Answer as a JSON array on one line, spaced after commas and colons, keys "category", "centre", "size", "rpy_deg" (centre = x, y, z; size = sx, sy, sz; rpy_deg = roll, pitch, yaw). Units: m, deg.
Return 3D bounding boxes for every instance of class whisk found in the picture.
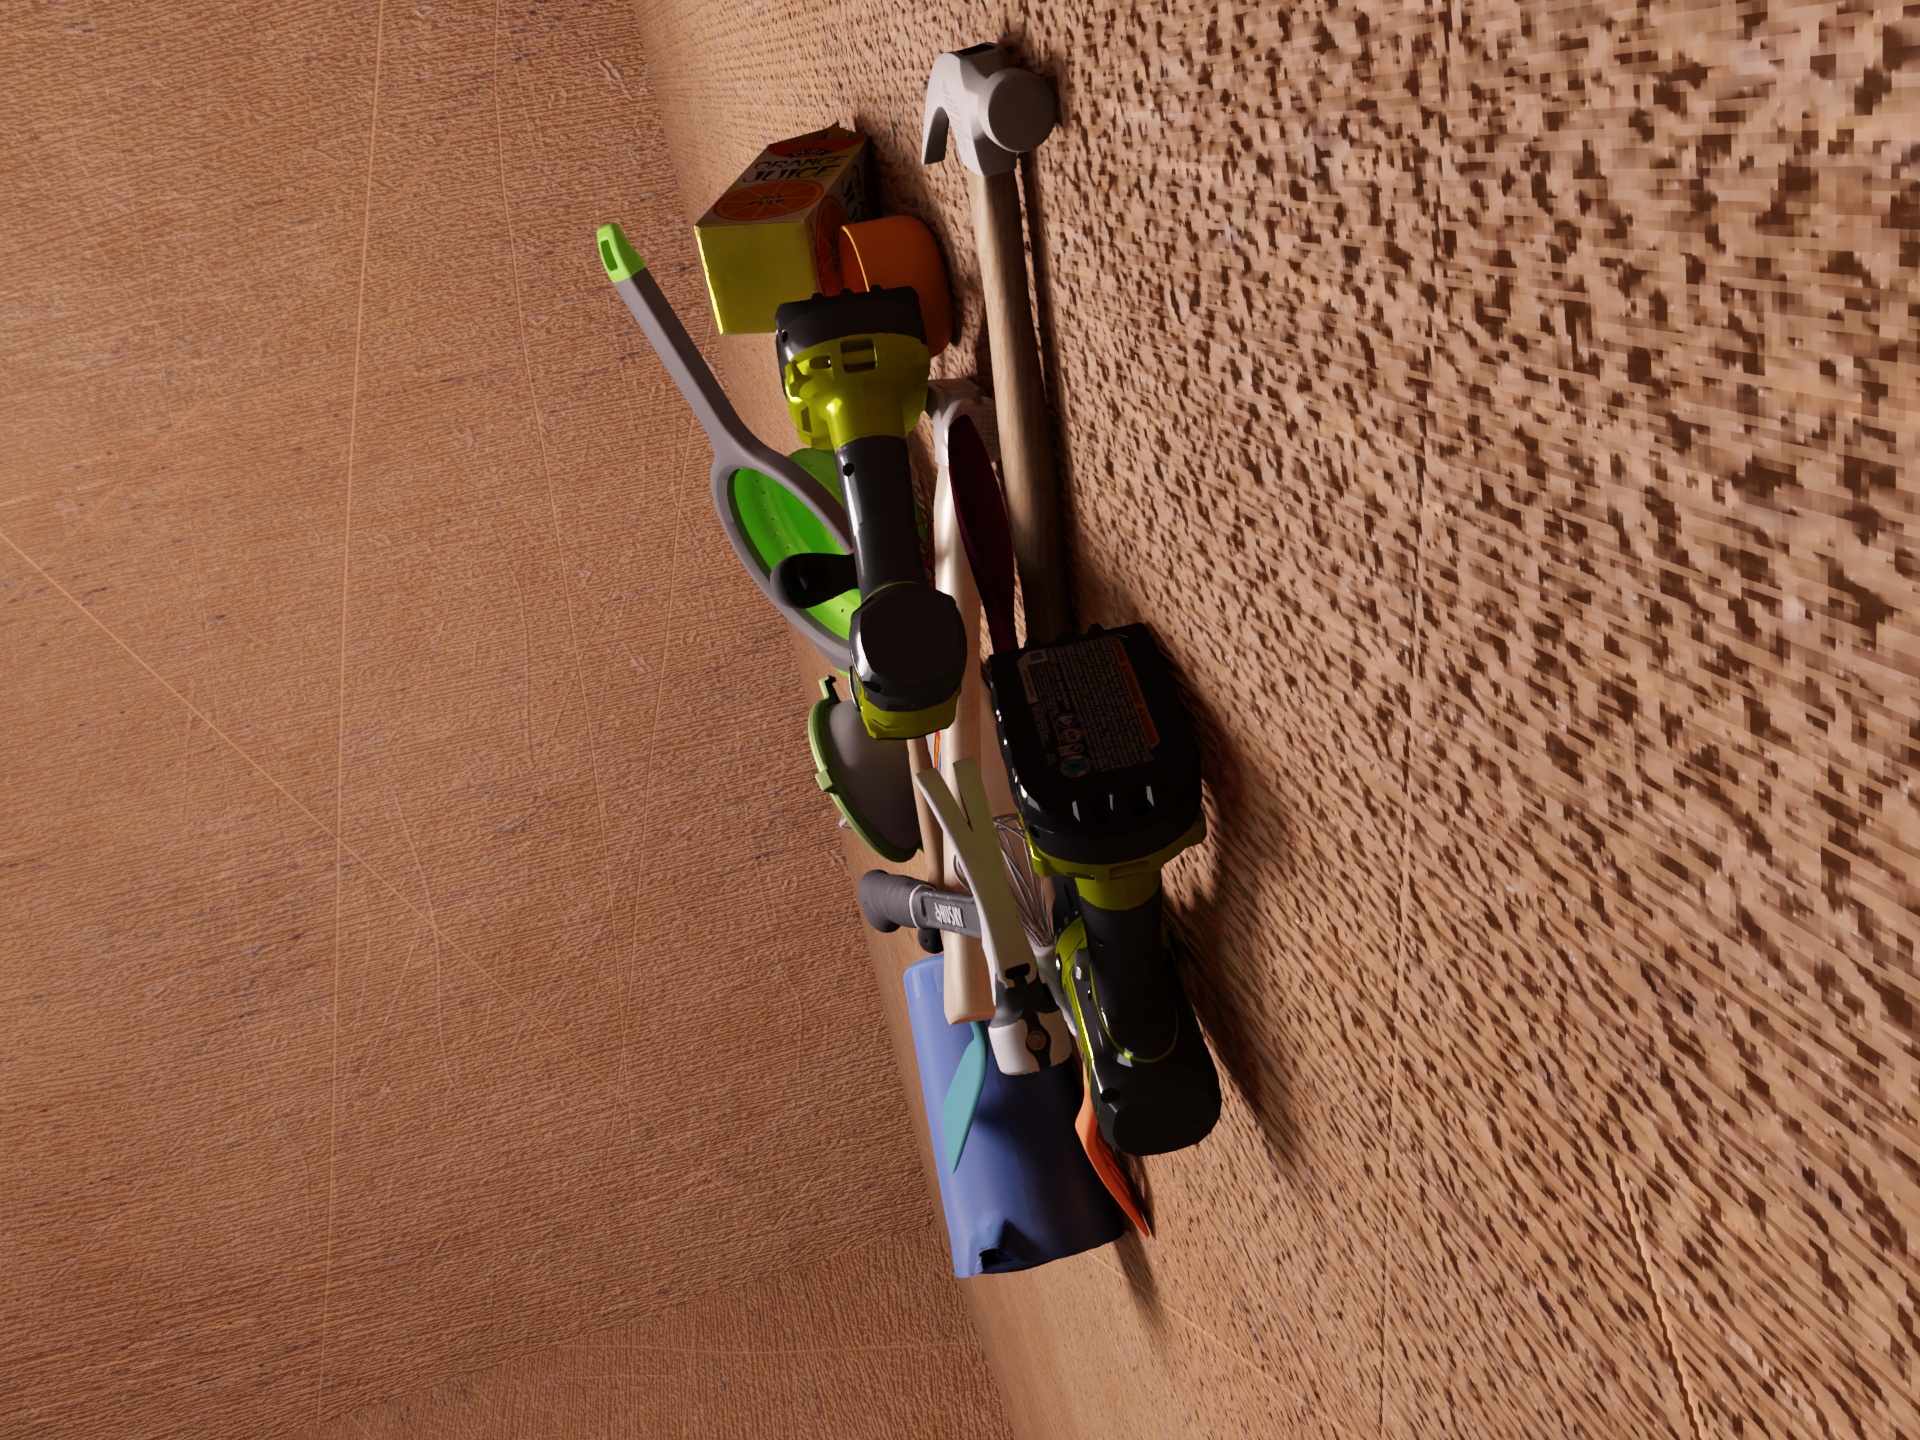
[{"category": "whisk", "centre": [0.050, 0.133, 0.991], "size": [0.058, 0.059, 0.246], "rpy_deg": [62, 178, 44]}, {"category": "whisk", "centre": [-0.059, -0.096, 1.018], "size": [0.296, 0.073, 0.073], "rpy_deg": [-29, -75, -73]}]

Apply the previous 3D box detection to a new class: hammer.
[{"category": "hammer", "centre": [-0.020, 0.105, 0.930], "size": [0.409, 0.036, 0.149], "rpy_deg": [159, 95, -78]}, {"category": "hammer", "centre": [-0.002, -0.003, 0.988], "size": [0.146, 0.038, 0.410], "rpy_deg": [-123, 30, -67]}, {"category": "hammer", "centre": [0.029, -0.155, 0.777], "size": [0.130, 0.031, 0.331], "rpy_deg": [-119, 16, -55]}]

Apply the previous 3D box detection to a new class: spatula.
[{"category": "spatula", "centre": [-0.014, 0.157, 1.094], "size": [0.082, 0.044, 0.317], "rpy_deg": [-105, 5, -71]}, {"category": "spatula", "centre": [0.097, 0.218, 1.033], "size": [0.081, 0.041, 0.322], "rpy_deg": [-115, 17, -49]}]

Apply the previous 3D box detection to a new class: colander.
[{"category": "colander", "centre": [-0.131, -0.209, 1.199], "size": [0.205, 0.094, 0.396], "rpy_deg": [12, 138, 56]}]

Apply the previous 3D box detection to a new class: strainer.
[{"category": "strainer", "centre": [-0.025, 0.071, 1.324], "size": [0.256, 0.069, 0.152], "rpy_deg": [49, -161, -29]}]

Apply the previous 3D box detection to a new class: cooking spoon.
[{"category": "cooking spoon", "centre": [0.031, -0.009, 0.874], "size": [0.069, 0.017, 0.318], "rpy_deg": [-50, -50, -63]}]

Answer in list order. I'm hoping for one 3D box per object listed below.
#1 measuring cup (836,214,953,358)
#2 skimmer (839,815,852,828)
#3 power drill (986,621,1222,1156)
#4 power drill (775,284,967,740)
[{"category": "measuring cup", "centre": [-0.037, -0.237, 0.985], "size": [0.173, 0.052, 0.095], "rpy_deg": [88, 164, -64]}, {"category": "skimmer", "centre": [-0.096, -0.059, 1.530], "size": [0.127, 0.090, 0.363], "rpy_deg": [-61, -32, -55]}, {"category": "power drill", "centre": [0.069, 0.069, 0.765], "size": [0.191, 0.080, 0.228], "rpy_deg": [-103, 1, -50]}, {"category": "power drill", "centre": [-0.044, -0.103, 0.862], "size": [0.171, 0.080, 0.223], "rpy_deg": [105, 156, -78]}]
